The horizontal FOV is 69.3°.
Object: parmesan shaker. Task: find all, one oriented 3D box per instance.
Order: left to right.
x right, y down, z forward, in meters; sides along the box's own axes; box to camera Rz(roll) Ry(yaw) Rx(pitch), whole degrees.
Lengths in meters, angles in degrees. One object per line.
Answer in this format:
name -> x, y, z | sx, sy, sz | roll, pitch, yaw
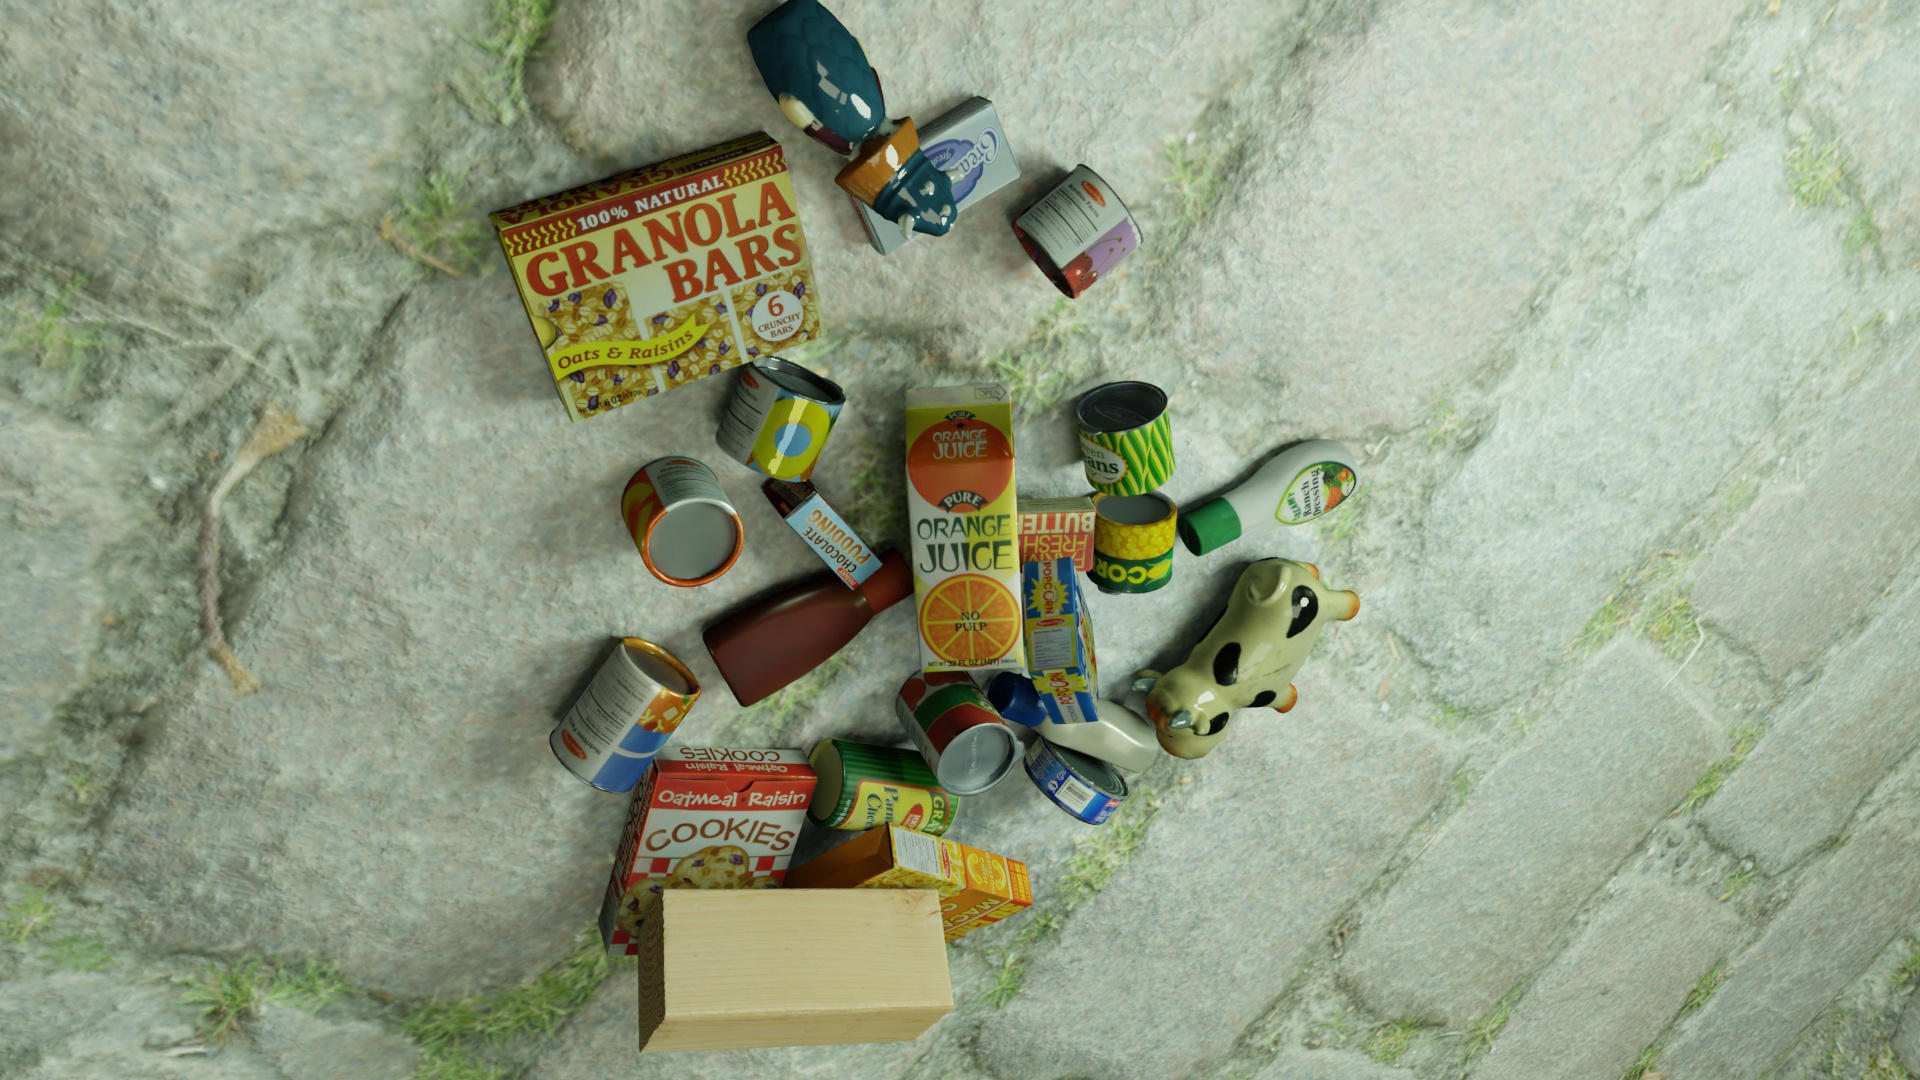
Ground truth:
parmesan shaker -> -0.062, 0.192, 1.061 | 0.103, 0.071, 0.071 | 13, 112, -33

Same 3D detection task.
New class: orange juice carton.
orange juice carton -> 0.003, -0.012, 0.943 | 0.072, 0.073, 0.192 | -3, 109, 2

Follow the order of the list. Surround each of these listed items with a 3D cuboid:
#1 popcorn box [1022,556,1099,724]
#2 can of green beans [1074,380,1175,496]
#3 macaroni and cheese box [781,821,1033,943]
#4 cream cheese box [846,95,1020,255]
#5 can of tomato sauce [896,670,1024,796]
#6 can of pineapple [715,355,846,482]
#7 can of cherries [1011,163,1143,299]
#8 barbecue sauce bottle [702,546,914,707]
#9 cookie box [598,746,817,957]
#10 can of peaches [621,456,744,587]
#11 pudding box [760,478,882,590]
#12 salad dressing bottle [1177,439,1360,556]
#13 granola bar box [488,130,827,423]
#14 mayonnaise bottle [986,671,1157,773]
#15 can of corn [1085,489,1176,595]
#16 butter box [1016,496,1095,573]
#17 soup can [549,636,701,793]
popcorn box -> 0.075, 0.076, 1.021 | 0.038, 0.085, 0.126 | -6, 154, 10
can of green beans -> 0.118, -0.073, 0.996 | 0.071, 0.071, 0.057 | -23, 127, -13
macaroni and cheese box -> -0.042, 0.278, 1.098 | 0.123, 0.040, 0.166 | -32, 140, 29
cream cheese box -> -0.018, -0.226, 0.859 | 0.104, 0.024, 0.053 | -32, 128, -7
can of tomato sauce -> -0.002, 0.141, 1.050 | 0.071, 0.083, 0.070 | -13, 124, -20
can of pineapple -> -0.112, -0.077, 0.873 | 0.071, 0.071, 0.057 | 15, 111, -33
can of cherries -> 0.076, -0.198, 0.899 | 0.058, 0.072, 0.071 | -41, 129, 0
barbecue sauce bottle -> -0.102, 0.056, 0.972 | 0.149, 0.044, 0.064 | -29, 127, -10
cookie box -> -0.188, 0.232, 1.035 | 0.123, 0.040, 0.166 | 7, 115, -30
can of peaches -> -0.177, -0.010, 0.884 | 0.071, 0.058, 0.071 | -13, 123, -21
pudding box -> -0.093, -0.010, 0.933 | 0.030, 0.050, 0.083 | -41, 129, -2
salad dressing bottle -> 0.243, -0.032, 1.100 | 0.148, 0.044, 0.064 | -24, 128, -13
granola bar box -> -0.171, -0.154, 0.813 | 0.166, 0.039, 0.123 | -22, 126, -15
mayonnaise bottle -> 0.088, 0.142, 1.114 | 0.148, 0.065, 0.041 | 23, 107, -31
can of corn -> 0.127, 0.000, 1.041 | 0.071, 0.071, 0.058 | -13, 123, -20
butter box -> 0.046, -0.003, 1.009 | 0.103, 0.024, 0.052 | -2, 120, -8
soup can -> -0.223, 0.117, 0.933 | 0.071, 0.071, 0.083 | 31, 101, -37
